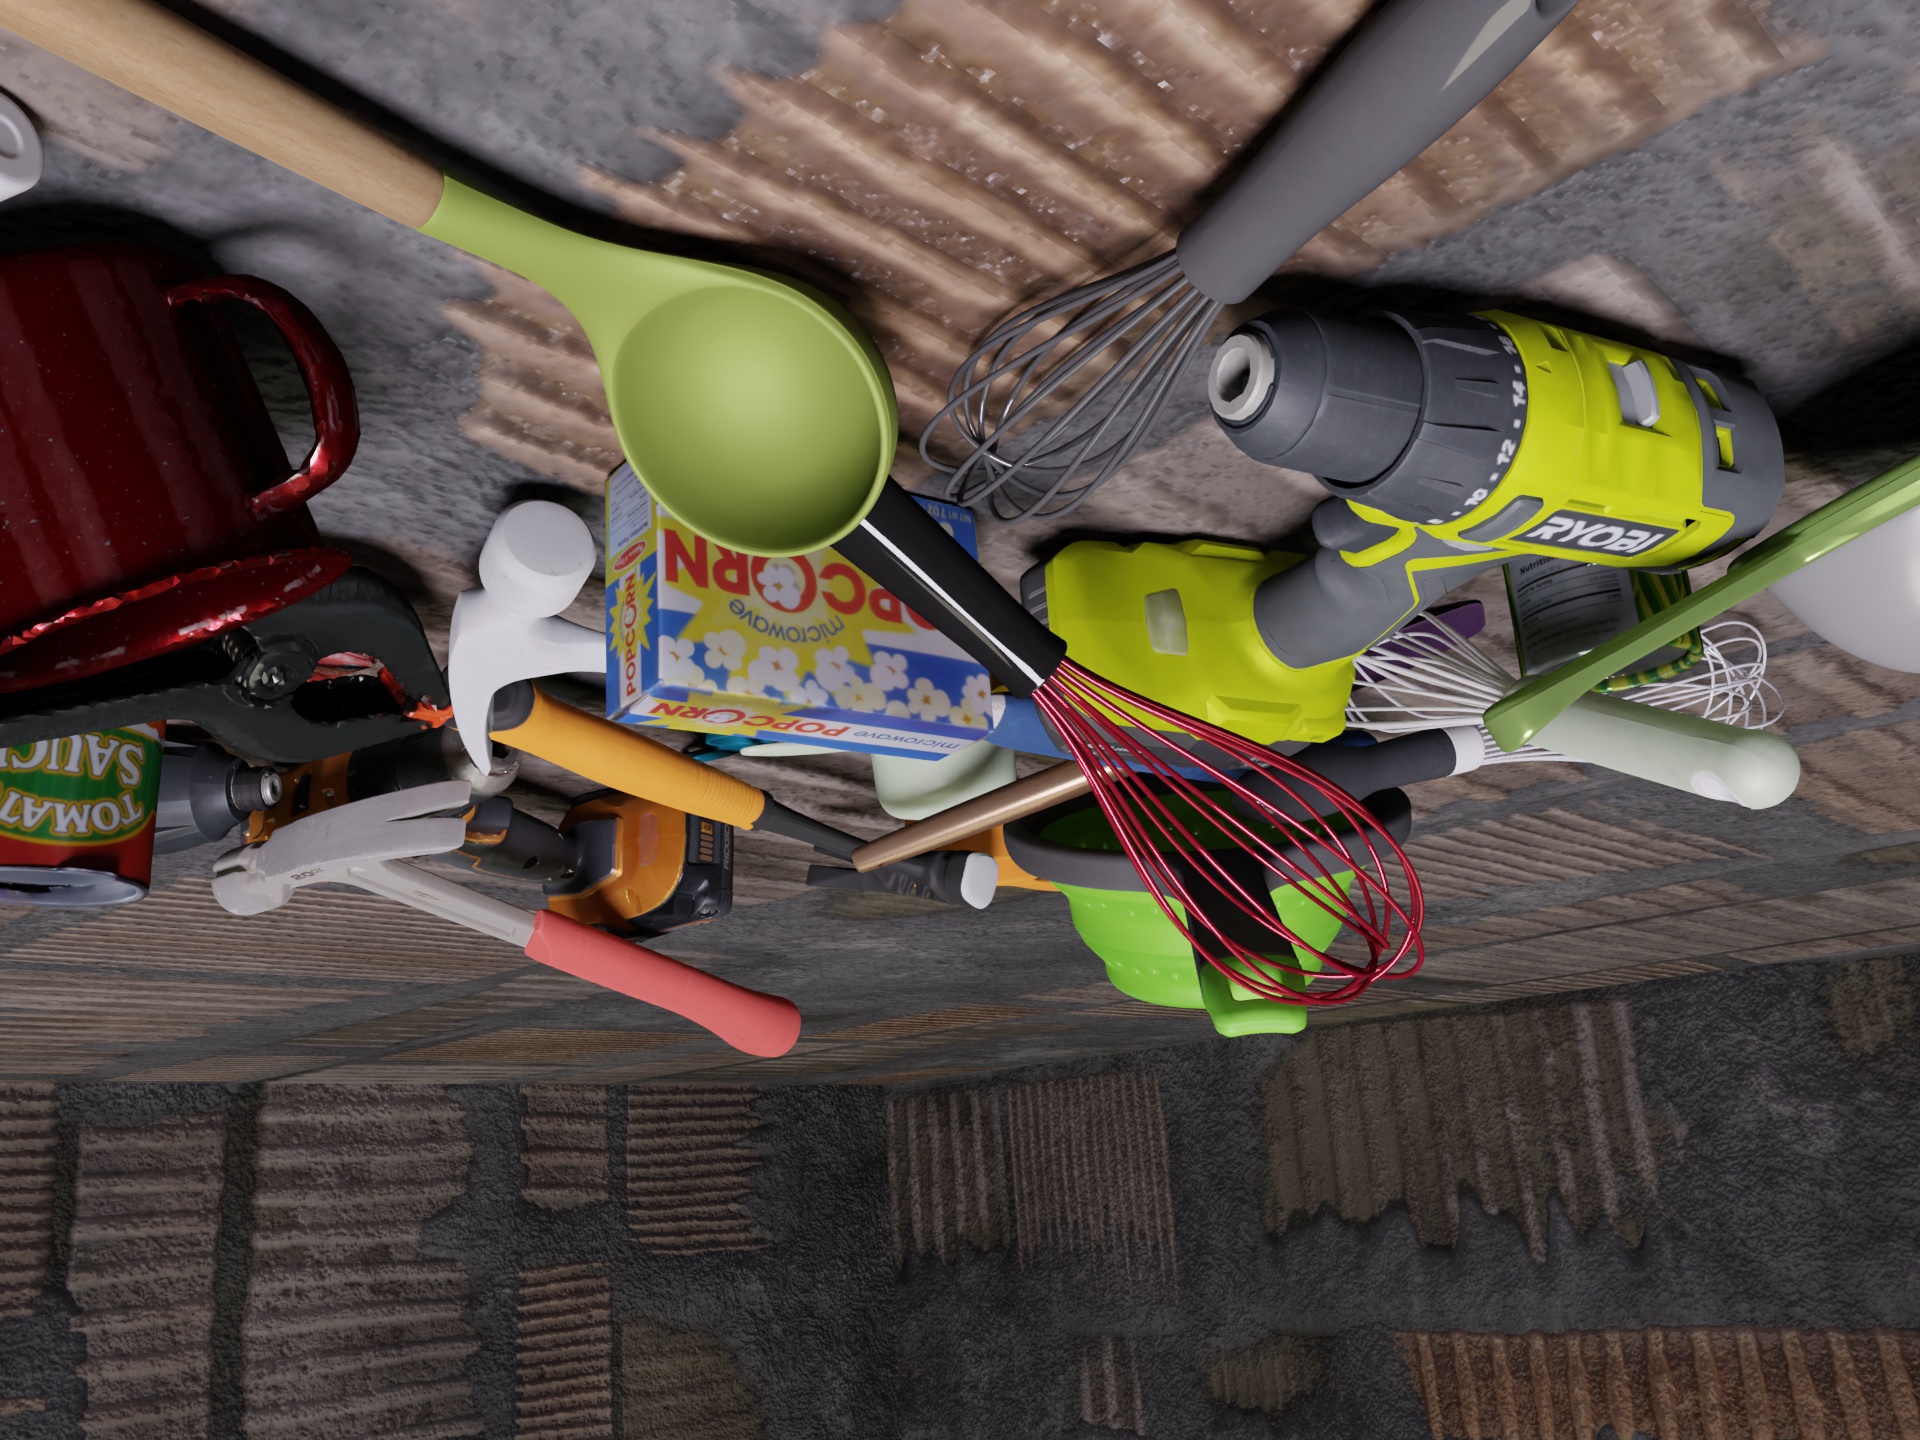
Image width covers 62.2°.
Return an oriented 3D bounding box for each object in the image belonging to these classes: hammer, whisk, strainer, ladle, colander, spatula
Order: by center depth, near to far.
[{"bbox_3d":[-0.132,-0.110,0.323,0.078,0.062,0.320,-27,151,32],"label":"ladle"},{"bbox_3d":[0.059,-0.112,0.383,0.055,0.055,0.239,6,156,-30],"label":"whisk"},{"bbox_3d":[0.276,-0.034,0.476,0.256,0.069,0.151,-27,171,-11],"label":"strainer"},{"bbox_3d":[0.039,-0.003,0.498,0.295,0.073,0.073,40,146,-16],"label":"whisk"},{"bbox_3d":[0.202,-0.007,0.578,0.057,0.059,0.246,37,177,-21],"label":"whisk"},{"bbox_3d":[-0.001,-0.002,0.645,0.405,0.035,0.144,9,150,-27],"label":"hammer"},{"bbox_3d":[0.245,0.005,0.703,0.284,0.070,0.070,-11,166,-19],"label":"whisk"},{"bbox_3d":[0.120,0.101,0.735,0.204,0.094,0.397,-4,-171,5],"label":"colander"},{"bbox_3d":[0.092,0.012,0.746,0.316,0.018,0.059,-22,159,13],"label":"spatula"},{"bbox_3d":[-0.120,0.037,0.780,0.127,0.034,0.336,4,164,36],"label":"hammer"},{"bbox_3d":[-0.187,0.117,0.820,0.149,0.037,0.358,-15,151,26],"label":"hammer"}]

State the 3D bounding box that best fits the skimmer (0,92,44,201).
[{"bbox_3d":[-0.368,-0.063,0.359,0.363,0.090,0.127,-12,130,17],"label":"skimmer"}]

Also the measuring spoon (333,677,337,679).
[{"bbox_3d":[-0.304,-0.029,0.634,0.021,0.011,0.116,-19,154,40],"label":"measuring spoon"}]

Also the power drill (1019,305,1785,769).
[{"bbox_3d":[0.116,-0.057,0.522,0.190,0.080,0.228,4,159,-29],"label":"power drill"}]

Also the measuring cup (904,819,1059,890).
[{"bbox_3d":[0.032,0.074,0.982,0.095,0.052,0.173,-14,163,30],"label":"measuring cup"}]

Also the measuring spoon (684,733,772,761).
[{"bbox_3d":[-0.118,0.005,0.786,0.042,0.021,0.128,-2,173,-26],"label":"measuring spoon"}]

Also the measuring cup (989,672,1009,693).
[{"bbox_3d":[0.055,-0.013,0.738,0.062,0.029,0.156,-9,165,17],"label":"measuring cup"}]

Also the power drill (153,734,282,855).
[{"bbox_3d":[-0.403,0.017,0.653,0.171,0.080,0.223,-4,167,2],"label":"power drill"}]

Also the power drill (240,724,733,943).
[{"bbox_3d":[-0.218,0.053,0.811,0.185,0.084,0.226,-20,153,38],"label":"power drill"}]

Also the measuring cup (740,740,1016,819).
[{"bbox_3d":[-0.040,0.029,0.802,0.167,0.038,0.083,1,167,-44],"label":"measuring cup"}]
